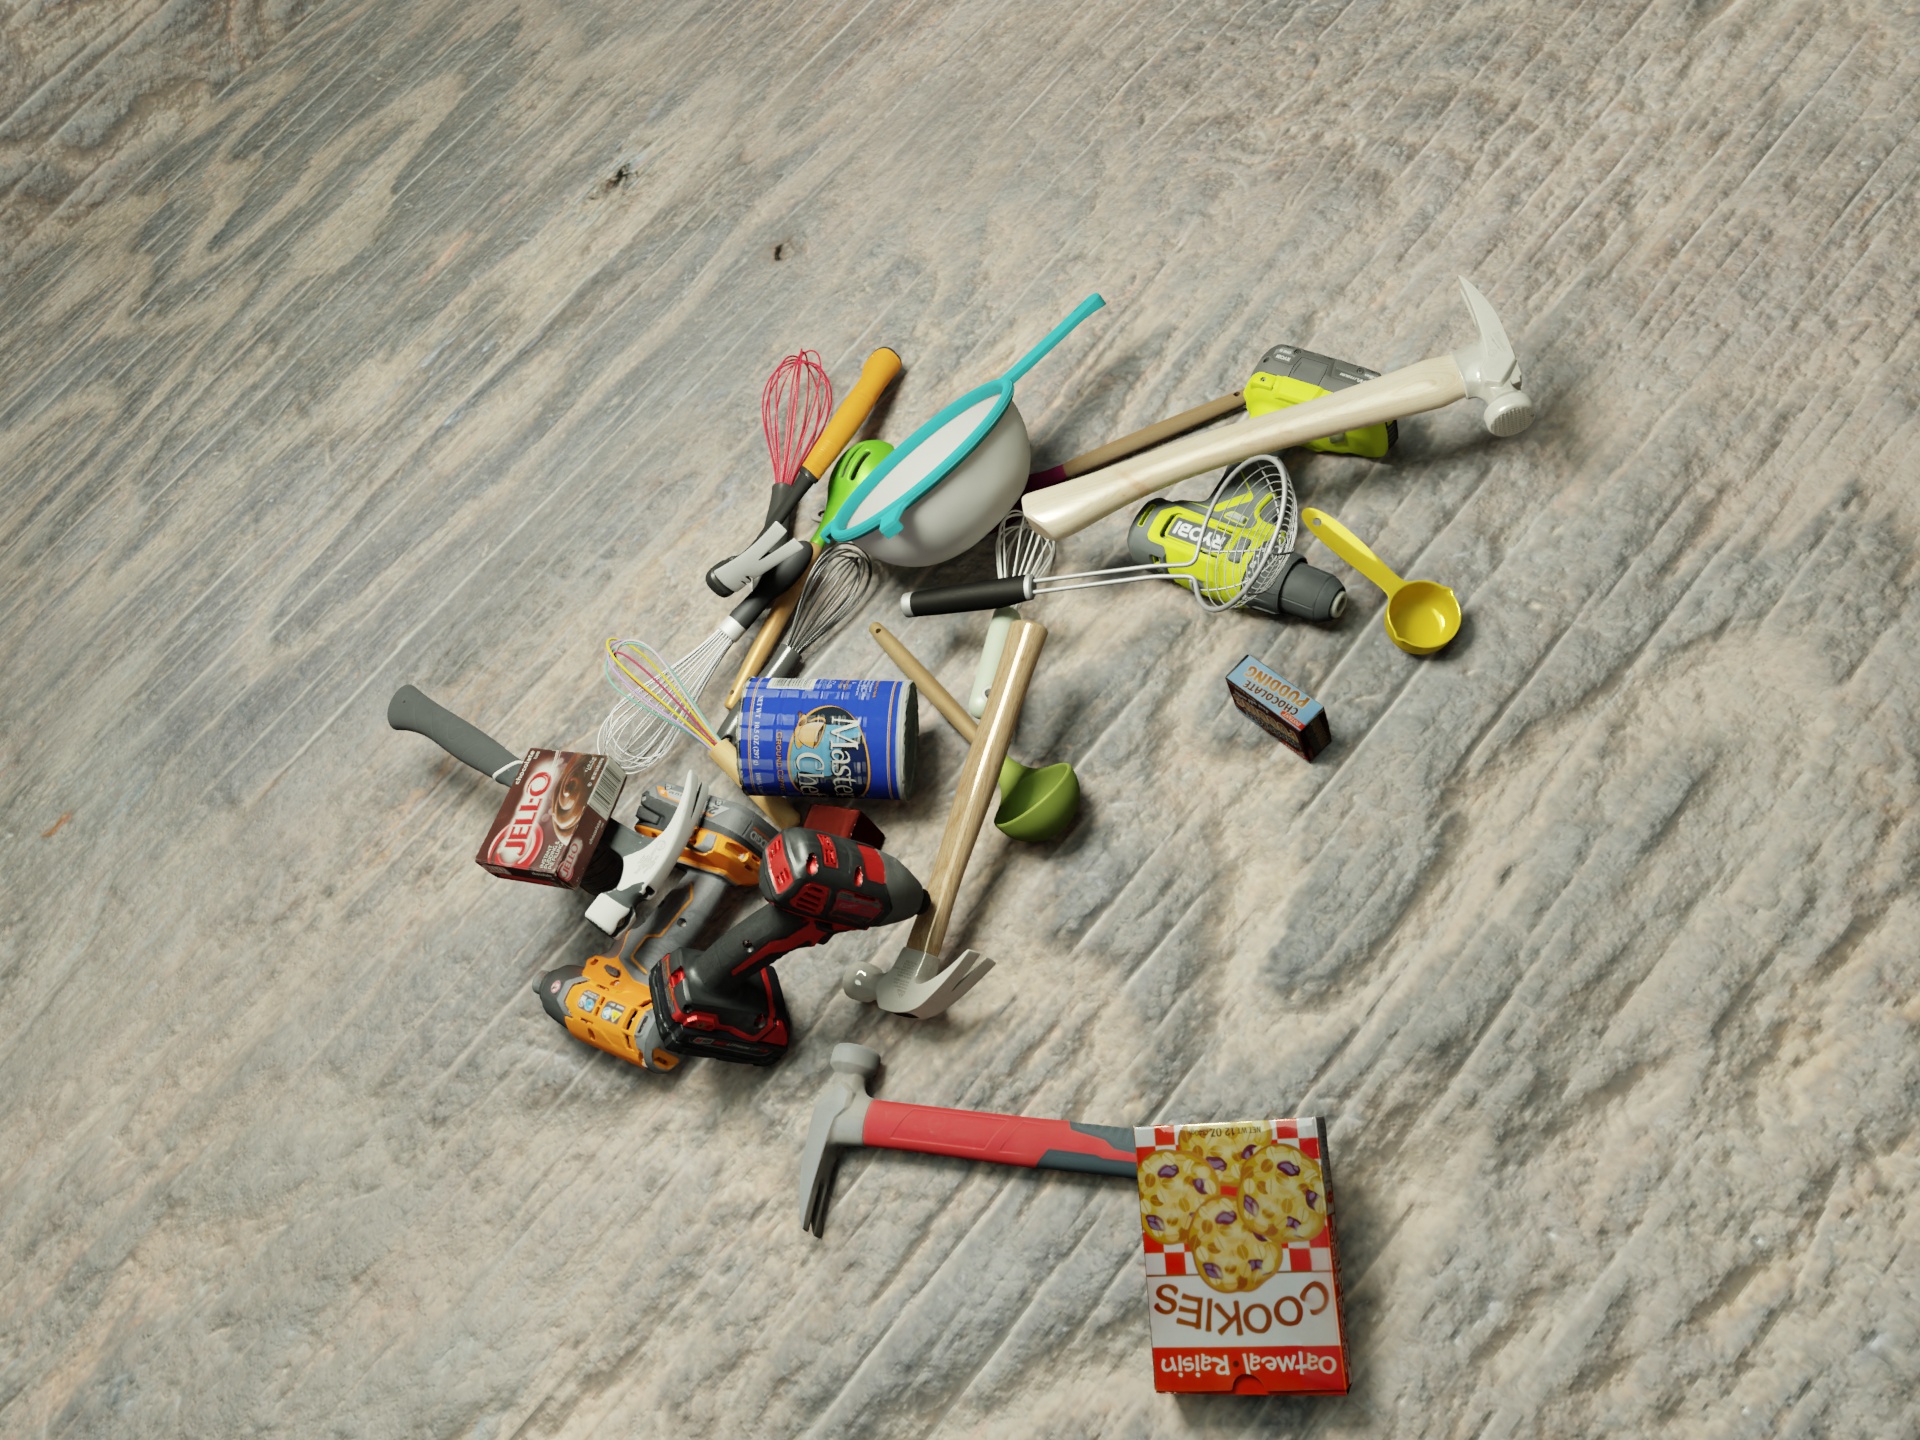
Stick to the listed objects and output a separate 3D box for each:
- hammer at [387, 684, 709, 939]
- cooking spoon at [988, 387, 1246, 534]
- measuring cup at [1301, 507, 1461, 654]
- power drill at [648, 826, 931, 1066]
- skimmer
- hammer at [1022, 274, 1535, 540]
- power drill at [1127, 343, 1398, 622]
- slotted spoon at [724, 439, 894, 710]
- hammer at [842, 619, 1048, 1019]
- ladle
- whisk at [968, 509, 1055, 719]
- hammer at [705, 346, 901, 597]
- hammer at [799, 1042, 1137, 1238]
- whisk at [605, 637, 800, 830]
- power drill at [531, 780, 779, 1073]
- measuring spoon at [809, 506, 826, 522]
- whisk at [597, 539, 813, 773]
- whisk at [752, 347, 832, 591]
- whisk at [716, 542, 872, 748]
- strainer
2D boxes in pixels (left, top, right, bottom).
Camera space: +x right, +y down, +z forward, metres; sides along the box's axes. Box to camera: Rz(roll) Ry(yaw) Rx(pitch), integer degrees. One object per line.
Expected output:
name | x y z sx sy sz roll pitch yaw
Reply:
hammer | -0.386 0.048 1.411 0.409 0.036 0.149 25 71 36
cooking spoon | 0.121 -0.243 1.484 0.319 0.017 0.069 -21 53 12
measuring cup | 0.330 -0.113 1.268 0.062 0.029 0.157 -41 72 -10
power drill | -0.130 0.172 1.225 0.219 0.143 0.079 -46 45 27
skimmer | 0.100 -0.131 1.289 0.363 0.090 0.127 -6 61 27
hammer | 0.247 -0.243 1.317 0.410 0.038 0.146 -17 60 12
power drill | 0.275 -0.194 1.347 0.191 0.080 0.228 25 74 30
slotted spoon | -0.150 -0.147 1.531 0.070 0.031 0.314 11 69 43
hammer | 0.007 0.075 1.262 0.130 0.031 0.331 6 72 47
ladle | -0.002 -0.004 1.364 0.078 0.062 0.320 -40 49 -4
whisk | 0.042 -0.097 1.390 0.059 0.057 0.247 -39 27 46
hammer | -0.132 -0.257 1.538 0.127 0.034 0.337 -25 30 47
hammer | 0.065 0.318 1.135 0.386 0.038 0.143 0 61 25
whisk | -0.233 0.011 1.415 0.051 0.047 0.245 -43 77 -11
power drill | -0.266 0.171 1.357 0.164 0.084 0.226 13 70 31
measuring spoon | -0.098 -0.205 1.559 0.124 0.018 0.034 4 62 28
whisk | -0.236 -0.062 1.487 0.284 0.070 0.070 -49 53 -6
whisk | -0.176 -0.249 1.602 0.073 0.073 0.296 -4 64 22
whisk | -0.160 -0.065 1.481 0.055 0.055 0.239 26 77 35
strainer | 0.034 -0.249 1.450 0.340 0.095 0.211 -45 18 -13
